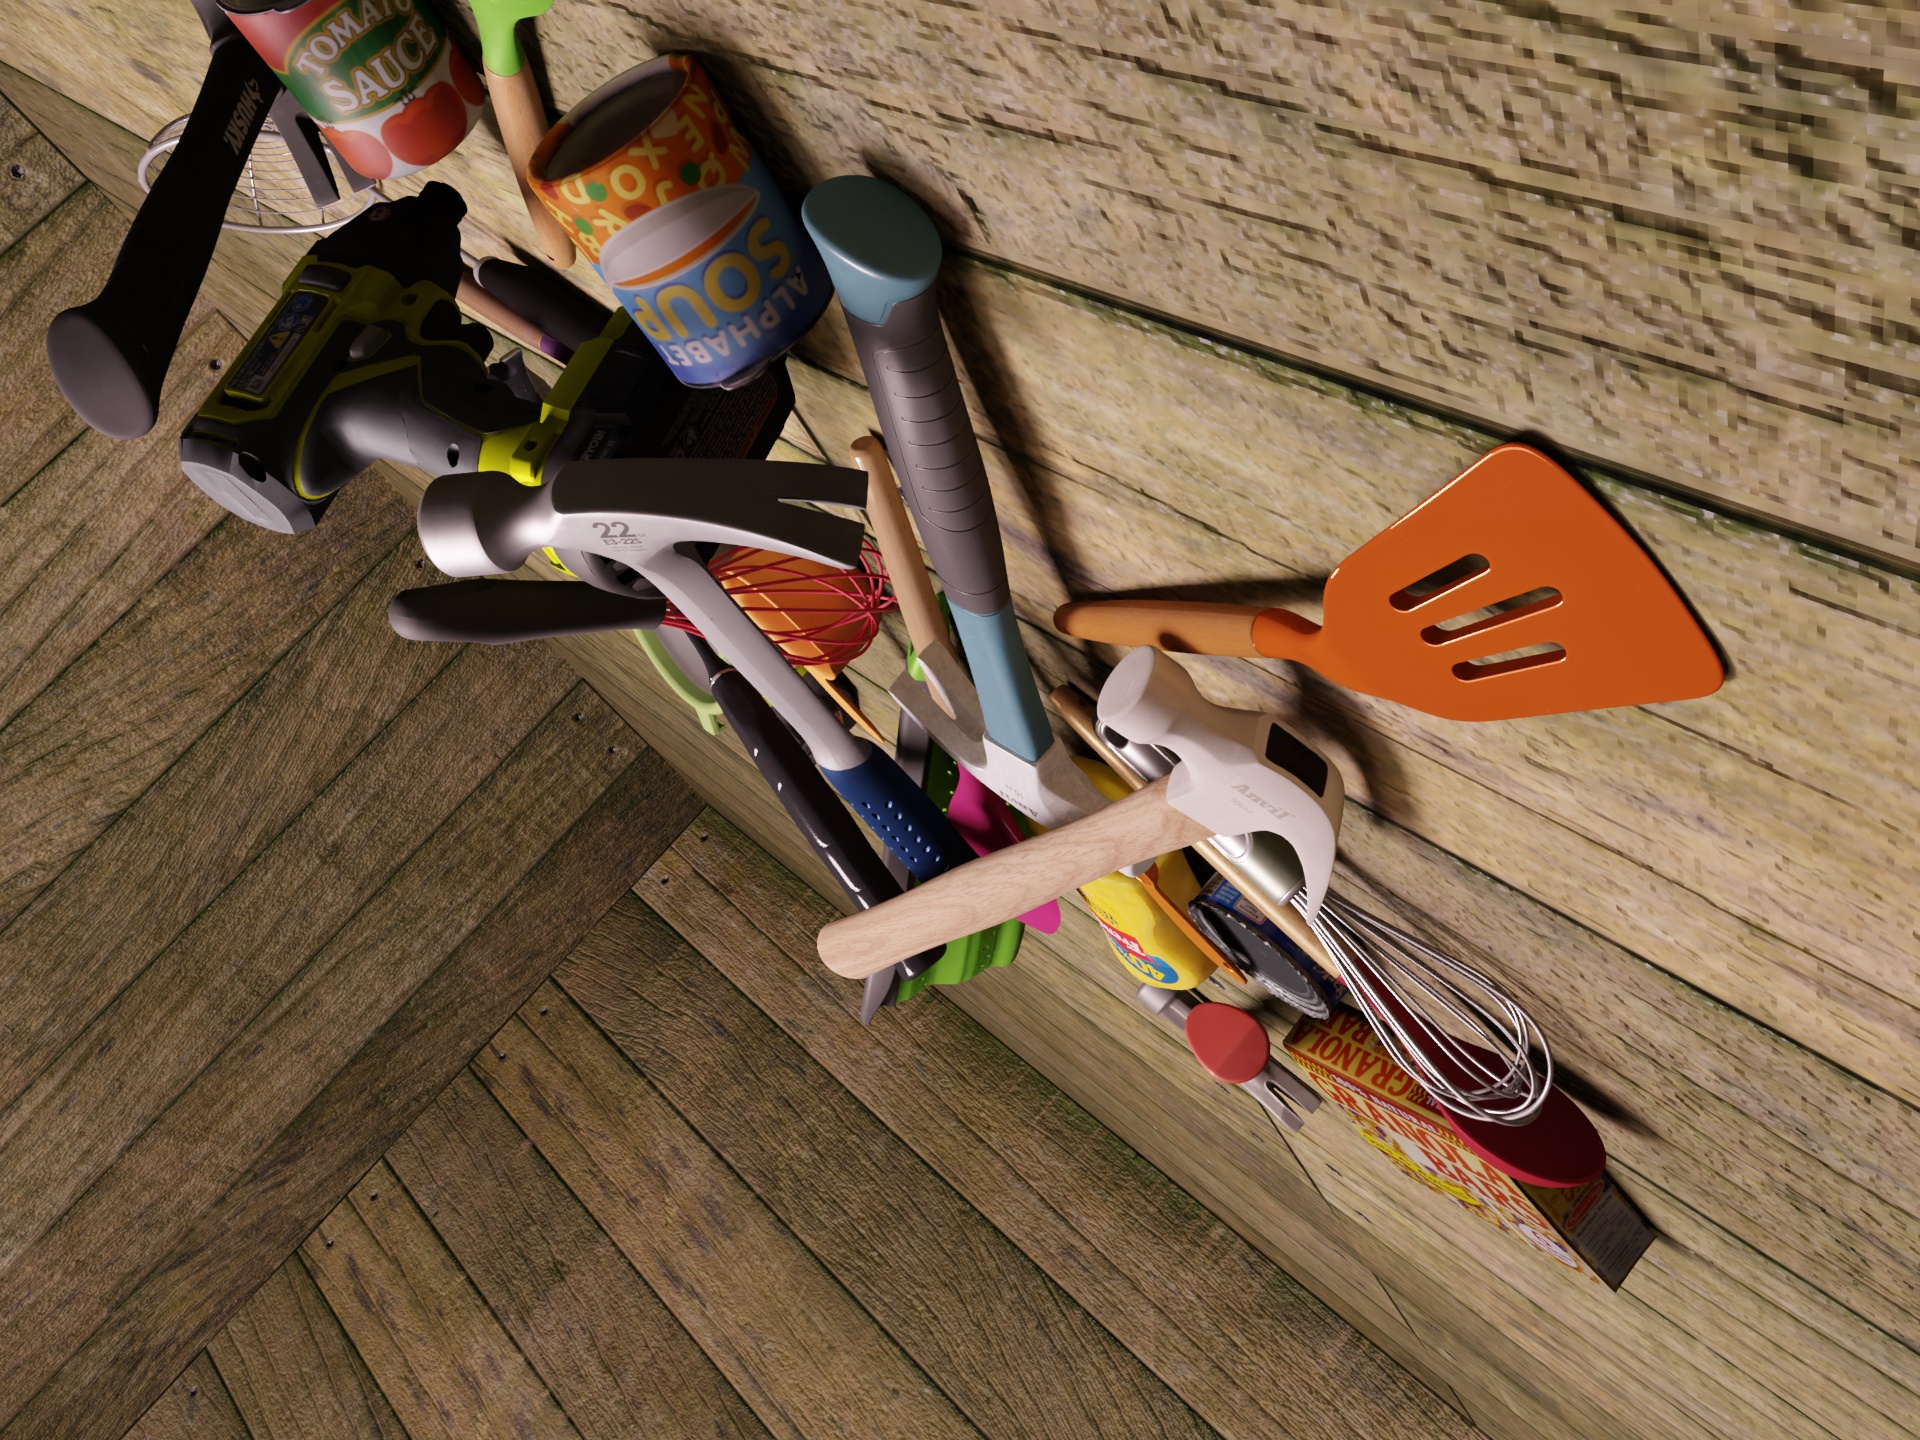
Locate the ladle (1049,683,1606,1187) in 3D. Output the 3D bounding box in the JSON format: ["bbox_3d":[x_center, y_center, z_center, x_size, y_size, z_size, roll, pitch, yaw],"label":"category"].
[{"bbox_3d":[0.155,0.093,0.717,0.315,0.069,0.031,44,127,14],"label":"ladle"}]

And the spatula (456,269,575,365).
[{"bbox_3d":[-0.256,-0.232,0.938,0.316,0.018,0.059,35,167,28],"label":"spatula"}]

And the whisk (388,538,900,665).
[{"bbox_3d":[-0.126,-0.053,0.718,0.073,0.073,0.295,36,-155,28],"label":"whisk"}]

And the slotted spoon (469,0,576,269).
[{"bbox_3d":[-0.169,-0.238,0.608,0.070,0.031,0.314,41,170,-2],"label":"slotted spoon"}]

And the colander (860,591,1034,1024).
[{"bbox_3d":[0.004,0.054,0.935,0.094,0.205,0.396,8,149,-2],"label":"colander"}]

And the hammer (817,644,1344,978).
[{"bbox_3d":[0.030,0.066,0.670,0.130,0.031,0.331,32,148,-19],"label":"hammer"}]

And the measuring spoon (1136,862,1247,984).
[{"bbox_3d":[0.113,0.097,0.778,0.116,0.011,0.021,46,168,-36],"label":"measuring spoon"}]

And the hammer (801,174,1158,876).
[{"bbox_3d":[0.005,-0.056,0.591,0.128,0.033,0.330,31,158,29],"label":"hammer"}]

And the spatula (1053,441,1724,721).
[{"bbox_3d":[0.094,-0.035,0.501,0.081,0.041,0.323,44,173,-15],"label":"spatula"}]

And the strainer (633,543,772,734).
[{"bbox_3d":[-0.147,-0.102,0.978,0.151,0.069,0.256,57,152,7],"label":"strainer"}]

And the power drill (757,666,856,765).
[{"bbox_3d":[-0.187,-0.063,1.192,0.228,0.080,0.190,43,169,8],"label":"power drill"}]

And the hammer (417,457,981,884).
[{"bbox_3d":[-0.047,0.010,0.661,0.144,0.035,0.405,-2,155,18],"label":"hammer"}]

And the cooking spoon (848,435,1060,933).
[{"bbox_3d":[-0.001,-0.002,0.766,0.069,0.017,0.318,23,147,38],"label":"cooking spoon"}]

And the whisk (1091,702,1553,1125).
[{"bbox_3d":[0.147,0.075,0.668,0.246,0.059,0.057,44,128,13],"label":"whisk"}]

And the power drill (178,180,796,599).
[{"bbox_3d":[-0.190,-0.143,0.650,0.223,0.171,0.080,16,158,23],"label":"power drill"}]

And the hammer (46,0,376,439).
[{"bbox_3d":[-0.325,-0.227,0.686,0.335,0.035,0.146,-101,-11,-45],"label":"hammer"}]

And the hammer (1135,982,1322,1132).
[{"bbox_3d":[0.170,0.205,0.977,0.149,0.037,0.359,40,177,12],"label":"hammer"}]

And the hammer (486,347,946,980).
[{"bbox_3d":[-0.134,-0.034,0.855,0.409,0.036,0.149,54,178,11],"label":"hammer"}]

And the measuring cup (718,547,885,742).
[{"bbox_3d":[-0.069,-0.049,0.914,0.095,0.052,0.173,33,167,39],"label":"measuring cup"}]

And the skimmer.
[{"bbox_3d":[-0.311,-0.247,0.880,0.363,0.090,0.127,35,-170,23],"label":"skimmer"}]
